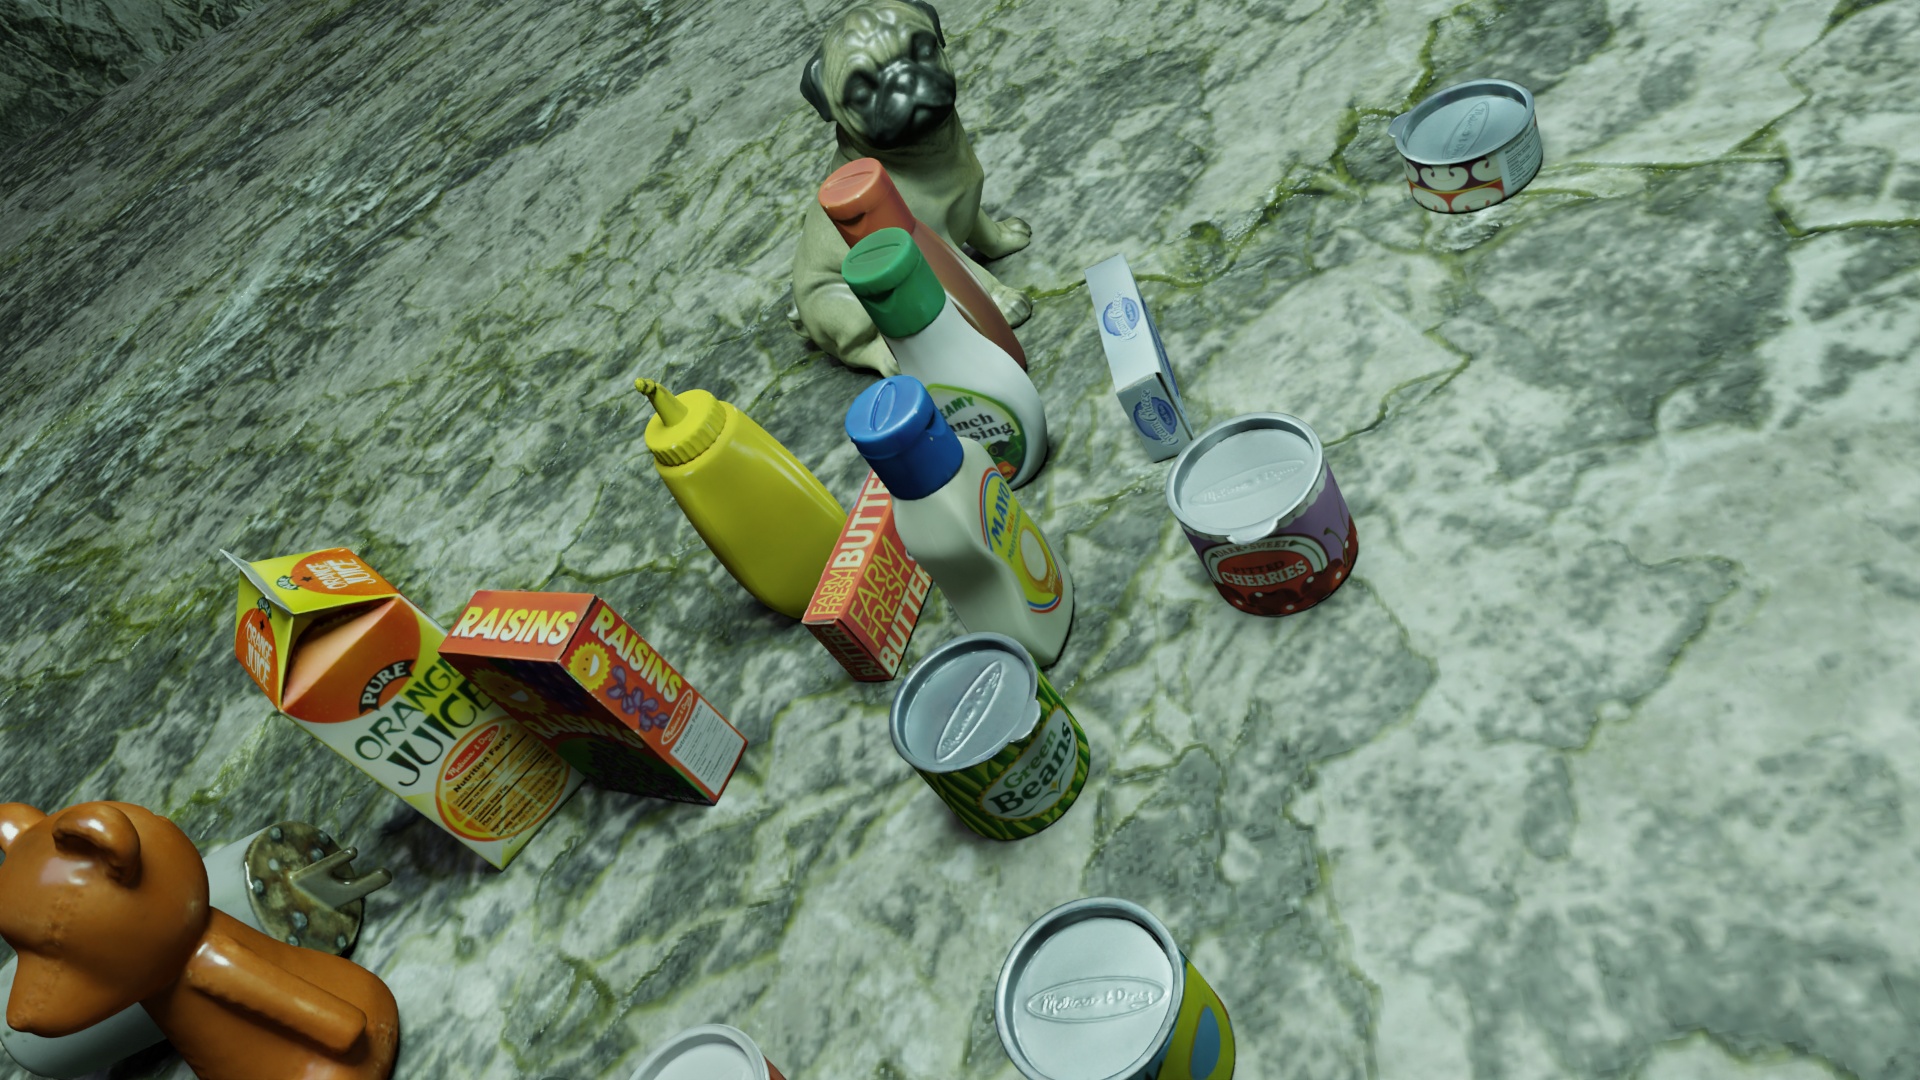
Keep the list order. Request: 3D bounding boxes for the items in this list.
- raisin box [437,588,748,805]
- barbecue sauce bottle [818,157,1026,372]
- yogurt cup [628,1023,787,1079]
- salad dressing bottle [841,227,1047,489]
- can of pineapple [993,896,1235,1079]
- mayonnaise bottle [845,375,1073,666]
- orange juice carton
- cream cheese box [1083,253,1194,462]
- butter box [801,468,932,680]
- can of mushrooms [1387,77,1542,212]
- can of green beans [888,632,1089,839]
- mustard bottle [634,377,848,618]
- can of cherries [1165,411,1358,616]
[{"bbox_3d":[-0.170,0.074,0.653,0.086,0.123,0.040,1,52,35],"label":"raisin box"},{"bbox_3d":[-0.022,-0.132,0.731,0.065,0.148,0.044,-9,47,28],"label":"barbecue sauce bottle"},{"bbox_3d":[-0.087,0.220,0.510,0.072,0.053,0.073,-19,43,19],"label":"yogurt cup"},{"bbox_3d":[-0.007,-0.085,0.677,0.064,0.147,0.044,-11,46,26],"label":"salad dressing bottle"},{"bbox_3d":[0.052,0.164,0.467,0.071,0.057,0.071,-19,43,19],"label":"can of pineapple"},{"bbox_3d":[0.002,-0.007,0.596,0.041,0.147,0.065,-11,46,26],"label":"mayonnaise bottle"},{"bbox_3d":[-0.272,0.072,0.670,0.072,0.192,0.073,25,68,45],"label":"orange juice carton"},{"bbox_3d":[0.088,-0.092,0.691,0.024,0.053,0.104,-23,42,15],"label":"cream cheese box"},{"bbox_3d":[-0.037,0.012,0.676,0.024,0.053,0.104,-2,50,33],"label":"butter box"},{"bbox_3d":[0.253,-0.198,0.697,0.071,0.033,0.071,-19,43,19],"label":"can of mushrooms"},{"bbox_3d":[0.013,0.081,0.573,0.071,0.057,0.071,-19,43,19],"label":"can of green beans"},{"bbox_3d":[-0.109,-0.028,0.681,0.065,0.159,0.049,-41,41,-6],"label":"mustard bottle"},{"bbox_3d":[0.127,-0.009,0.582,0.071,0.058,0.072,-19,43,19],"label":"can of cherries"}]
